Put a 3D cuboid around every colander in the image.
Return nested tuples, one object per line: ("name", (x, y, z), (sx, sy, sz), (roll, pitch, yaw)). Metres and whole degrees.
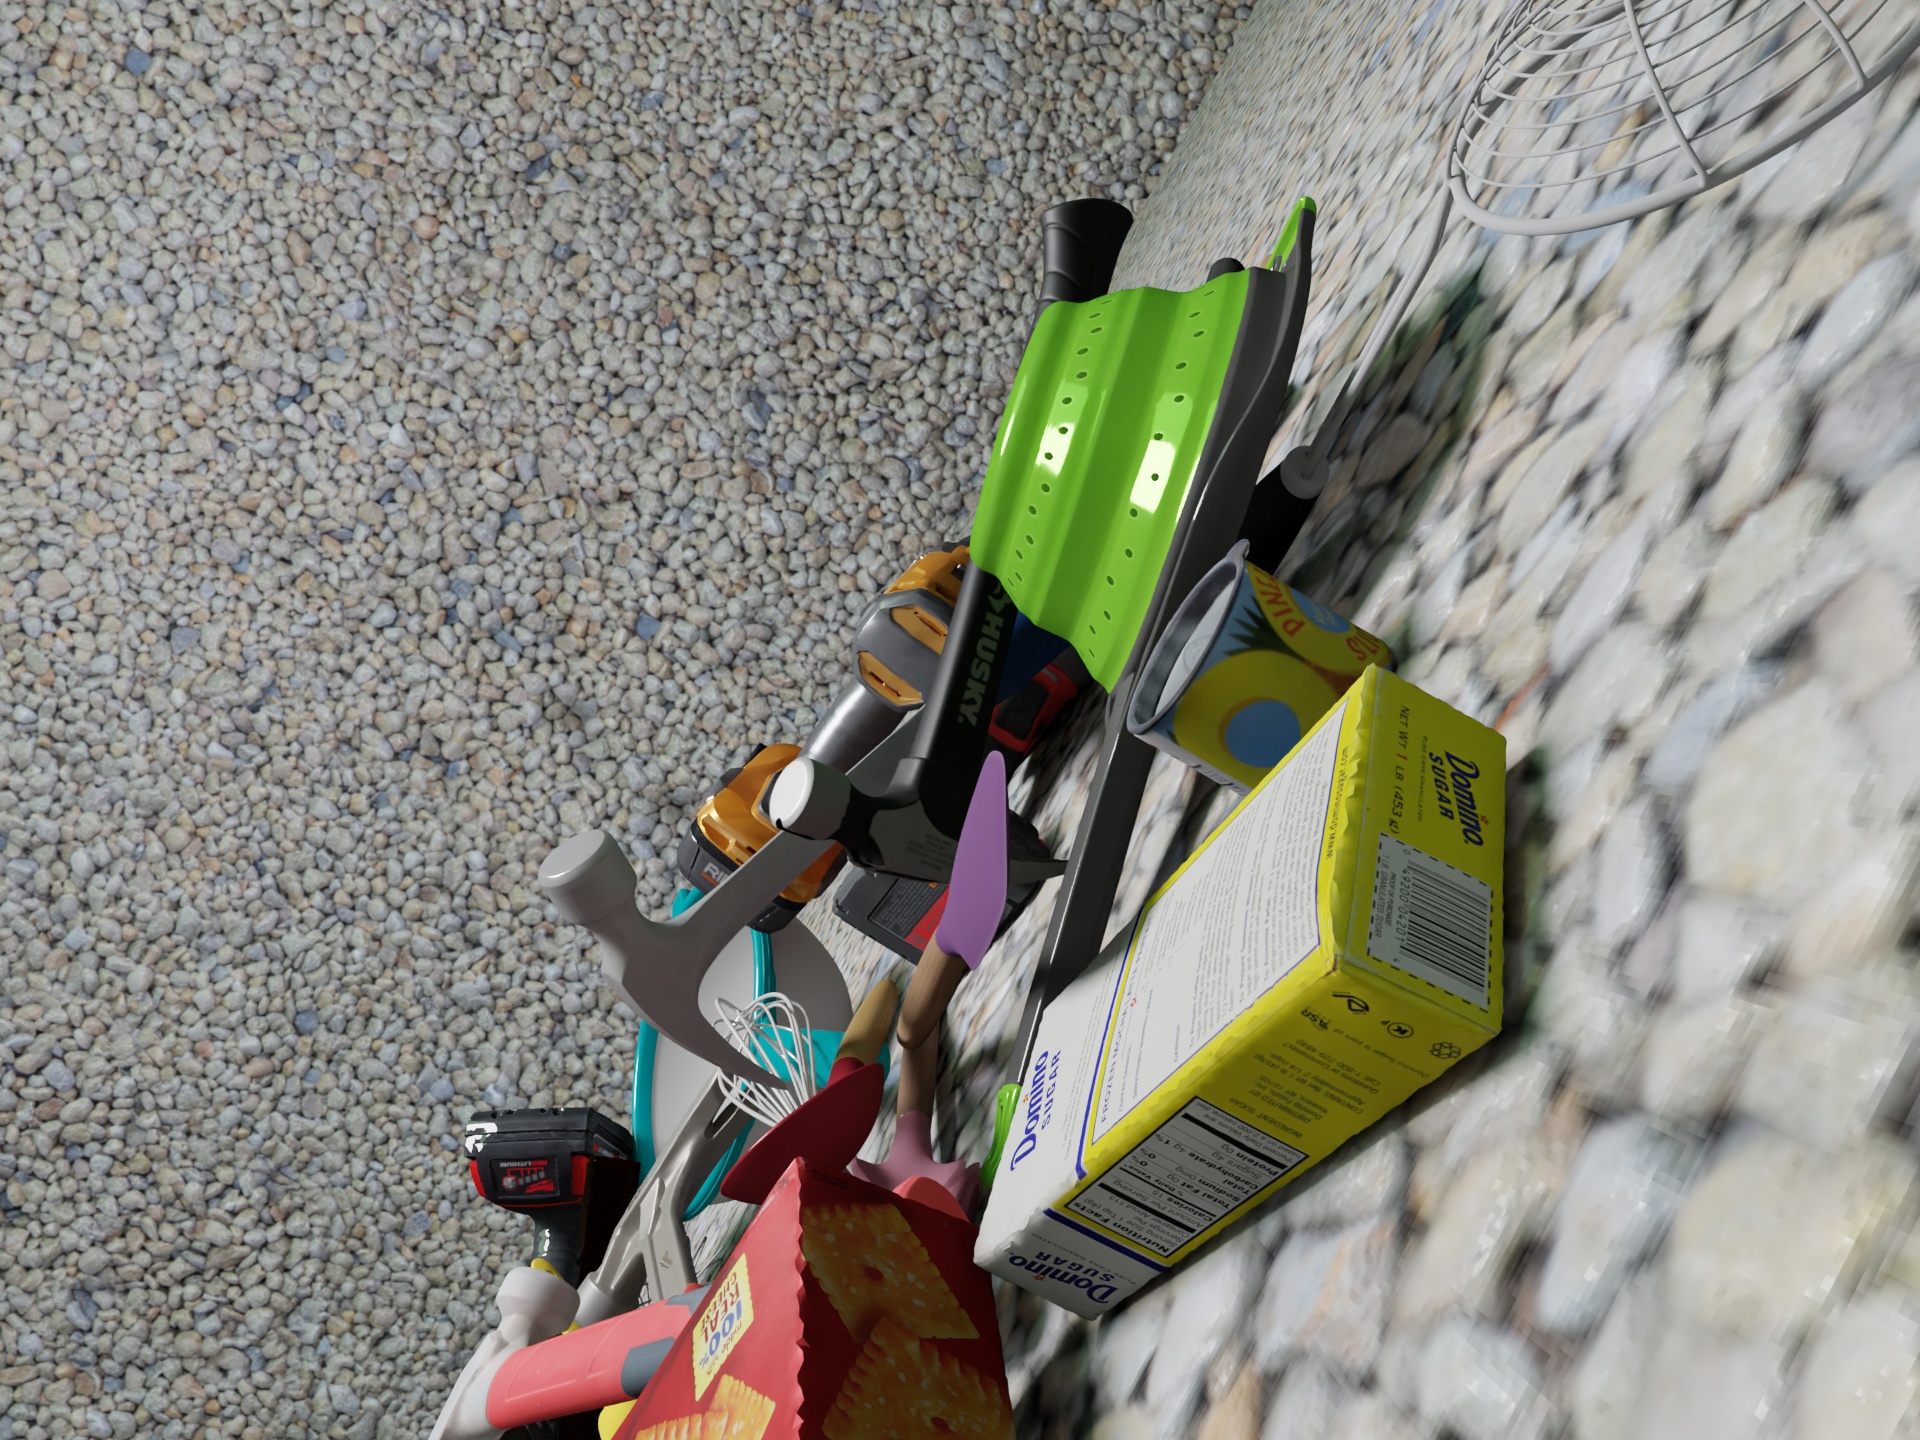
("colander", (0.037, -0.027, 0.614), (0.204, 0.094, 0.397), (104, -176, -73))

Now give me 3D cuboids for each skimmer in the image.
("skimmer", (0.164, -0.109, 0.532), (0.127, 0.090, 0.363), (-62, -3, -32))

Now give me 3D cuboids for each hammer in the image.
("hammer", (0.027, -0.086, 0.716), (0.035, 0.146, 0.335), (-6, 64, 56))
("hammer", (-0.001, -0.002, 0.741), (0.405, 0.144, 0.035), (-42, 30, -27))
("hammer", (-0.108, 0.268, 0.670), (0.149, 0.036, 0.359), (-57, 16, -3))
("hammer", (-0.119, 0.251, 0.601), (0.386, 0.038, 0.143), (-36, 25, 45))

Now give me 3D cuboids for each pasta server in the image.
("pasta server", (-0.020, 0.164, 0.713), (0.316, 0.060, 0.040), (-86, -4, -81))

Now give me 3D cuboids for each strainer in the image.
("strainer", (-0.094, 0.195, 0.929), (0.340, 0.095, 0.211), (-15, 65, 59))

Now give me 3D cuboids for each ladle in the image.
("ladle", (-0.046, 0.144, 0.674), (0.069, 0.031, 0.315), (-41, -1, 3))

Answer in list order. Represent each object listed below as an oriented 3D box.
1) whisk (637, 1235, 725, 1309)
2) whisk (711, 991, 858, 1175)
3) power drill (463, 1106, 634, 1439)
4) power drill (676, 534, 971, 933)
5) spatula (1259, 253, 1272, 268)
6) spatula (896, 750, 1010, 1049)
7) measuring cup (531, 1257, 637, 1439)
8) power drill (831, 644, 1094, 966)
("whisk", (-0.189, 0.378, 1.003), (0.070, 0.070, 0.284), (-65, 3, -32))
("whisk", (-0.070, 0.185, 0.720), (0.058, 0.059, 0.246), (-46, 26, -5))
("power drill", (-0.258, 0.351, 0.953), (0.187, 0.080, 0.227), (78, -170, -66))
("power drill", (-0.050, -0.007, 0.890), (0.226, 0.084, 0.185), (-52, 2, 25))
("spatula", (0.166, -0.226, 0.943), (0.082, 0.044, 0.318), (-54, 8, 36))
("spatula", (-0.005, 0.084, 0.585), (0.315, 0.018, 0.060), (106, 165, -66))
("measuring cup", (-0.180, 0.328, 0.829), (0.157, 0.062, 0.029), (40, 98, 38))
("power drill", (0.019, 0.022, 0.876), (0.143, 0.078, 0.220), (-54, 7, 43))
